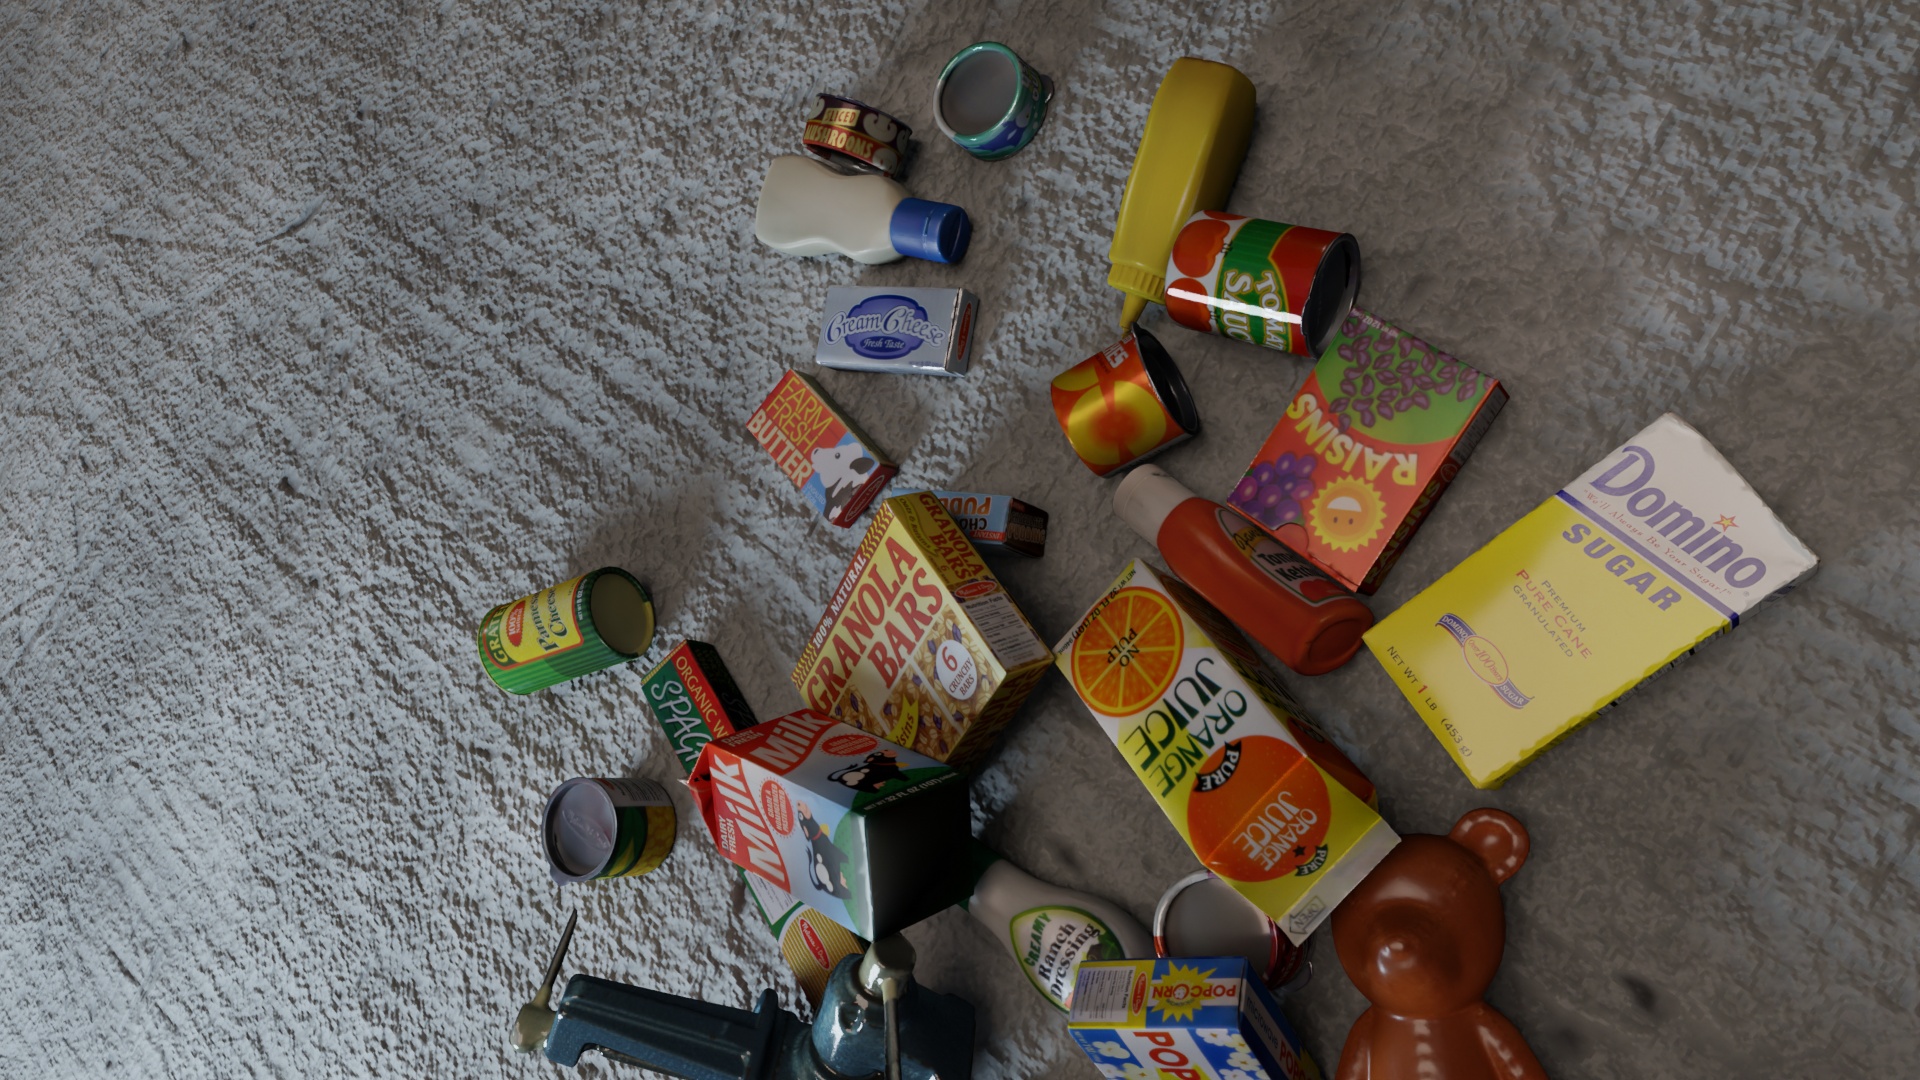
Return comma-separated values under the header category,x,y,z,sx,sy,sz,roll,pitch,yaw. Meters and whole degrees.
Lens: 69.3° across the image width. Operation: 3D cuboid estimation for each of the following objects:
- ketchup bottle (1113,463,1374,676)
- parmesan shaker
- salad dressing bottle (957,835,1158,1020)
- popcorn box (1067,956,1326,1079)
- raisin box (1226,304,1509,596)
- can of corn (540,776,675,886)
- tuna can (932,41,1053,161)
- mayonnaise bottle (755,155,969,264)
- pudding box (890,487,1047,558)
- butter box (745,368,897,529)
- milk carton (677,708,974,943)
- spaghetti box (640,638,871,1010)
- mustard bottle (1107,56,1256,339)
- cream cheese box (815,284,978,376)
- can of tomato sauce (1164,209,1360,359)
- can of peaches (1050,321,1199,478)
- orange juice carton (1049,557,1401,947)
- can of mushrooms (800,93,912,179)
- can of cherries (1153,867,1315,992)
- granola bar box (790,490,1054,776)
category,x,y,z,sx,sy,sz,roll,pitch,yaw
ketchup bottle,0.141,0.012,0.729,0.149,0.065,0.043,41,117,38
parmesan shaker,-0.271,0.060,0.956,0.103,0.071,0.071,-19,72,26
salad dressing bottle,0.043,0.209,0.759,0.148,0.044,0.064,29,97,31
popcorn box,0.116,0.247,0.664,0.085,0.126,0.038,-12,40,28
raisin box,0.207,-0.045,0.712,0.086,0.040,0.123,37,101,29
can of corn,-0.232,0.191,0.913,0.071,0.058,0.071,-6,79,29
tuna can,0.020,-0.275,0.866,0.071,0.033,0.071,-6,79,30
mayonnaise bottle,-0.064,-0.209,0.899,0.148,0.041,0.064,18,96,30
pudding box,0.003,-0.010,0.818,0.083,0.049,0.030,5,83,31
butter box,-0.091,-0.060,0.896,0.053,0.024,0.104,-50,62,13
milk carton,-0.082,0.149,0.784,0.190,0.072,0.073,13,111,48
spaghetti box,-0.126,0.172,0.873,0.050,0.028,0.251,-43,63,17
mustard bottle,0.116,-0.185,0.777,0.049,0.065,0.160,23,97,27
cream cheese box,-0.042,-0.133,0.881,0.104,0.024,0.053,7,85,31
can of tomato sauce,0.159,-0.136,0.739,0.083,0.071,0.071,19,91,32
can of peaches,0.089,-0.077,0.769,0.058,0.071,0.071,-28,68,24
orange juice carton,0.131,0.100,0.682,0.071,0.073,0.193,-49,45,14
can of mushrooms,-0.068,-0.260,0.892,0.071,0.071,0.033,23,95,31
can of cherries,0.140,0.197,0.696,0.071,0.058,0.071,-6,78,30
granola bar box,-0.027,0.072,0.787,0.124,0.039,0.164,54,135,25
